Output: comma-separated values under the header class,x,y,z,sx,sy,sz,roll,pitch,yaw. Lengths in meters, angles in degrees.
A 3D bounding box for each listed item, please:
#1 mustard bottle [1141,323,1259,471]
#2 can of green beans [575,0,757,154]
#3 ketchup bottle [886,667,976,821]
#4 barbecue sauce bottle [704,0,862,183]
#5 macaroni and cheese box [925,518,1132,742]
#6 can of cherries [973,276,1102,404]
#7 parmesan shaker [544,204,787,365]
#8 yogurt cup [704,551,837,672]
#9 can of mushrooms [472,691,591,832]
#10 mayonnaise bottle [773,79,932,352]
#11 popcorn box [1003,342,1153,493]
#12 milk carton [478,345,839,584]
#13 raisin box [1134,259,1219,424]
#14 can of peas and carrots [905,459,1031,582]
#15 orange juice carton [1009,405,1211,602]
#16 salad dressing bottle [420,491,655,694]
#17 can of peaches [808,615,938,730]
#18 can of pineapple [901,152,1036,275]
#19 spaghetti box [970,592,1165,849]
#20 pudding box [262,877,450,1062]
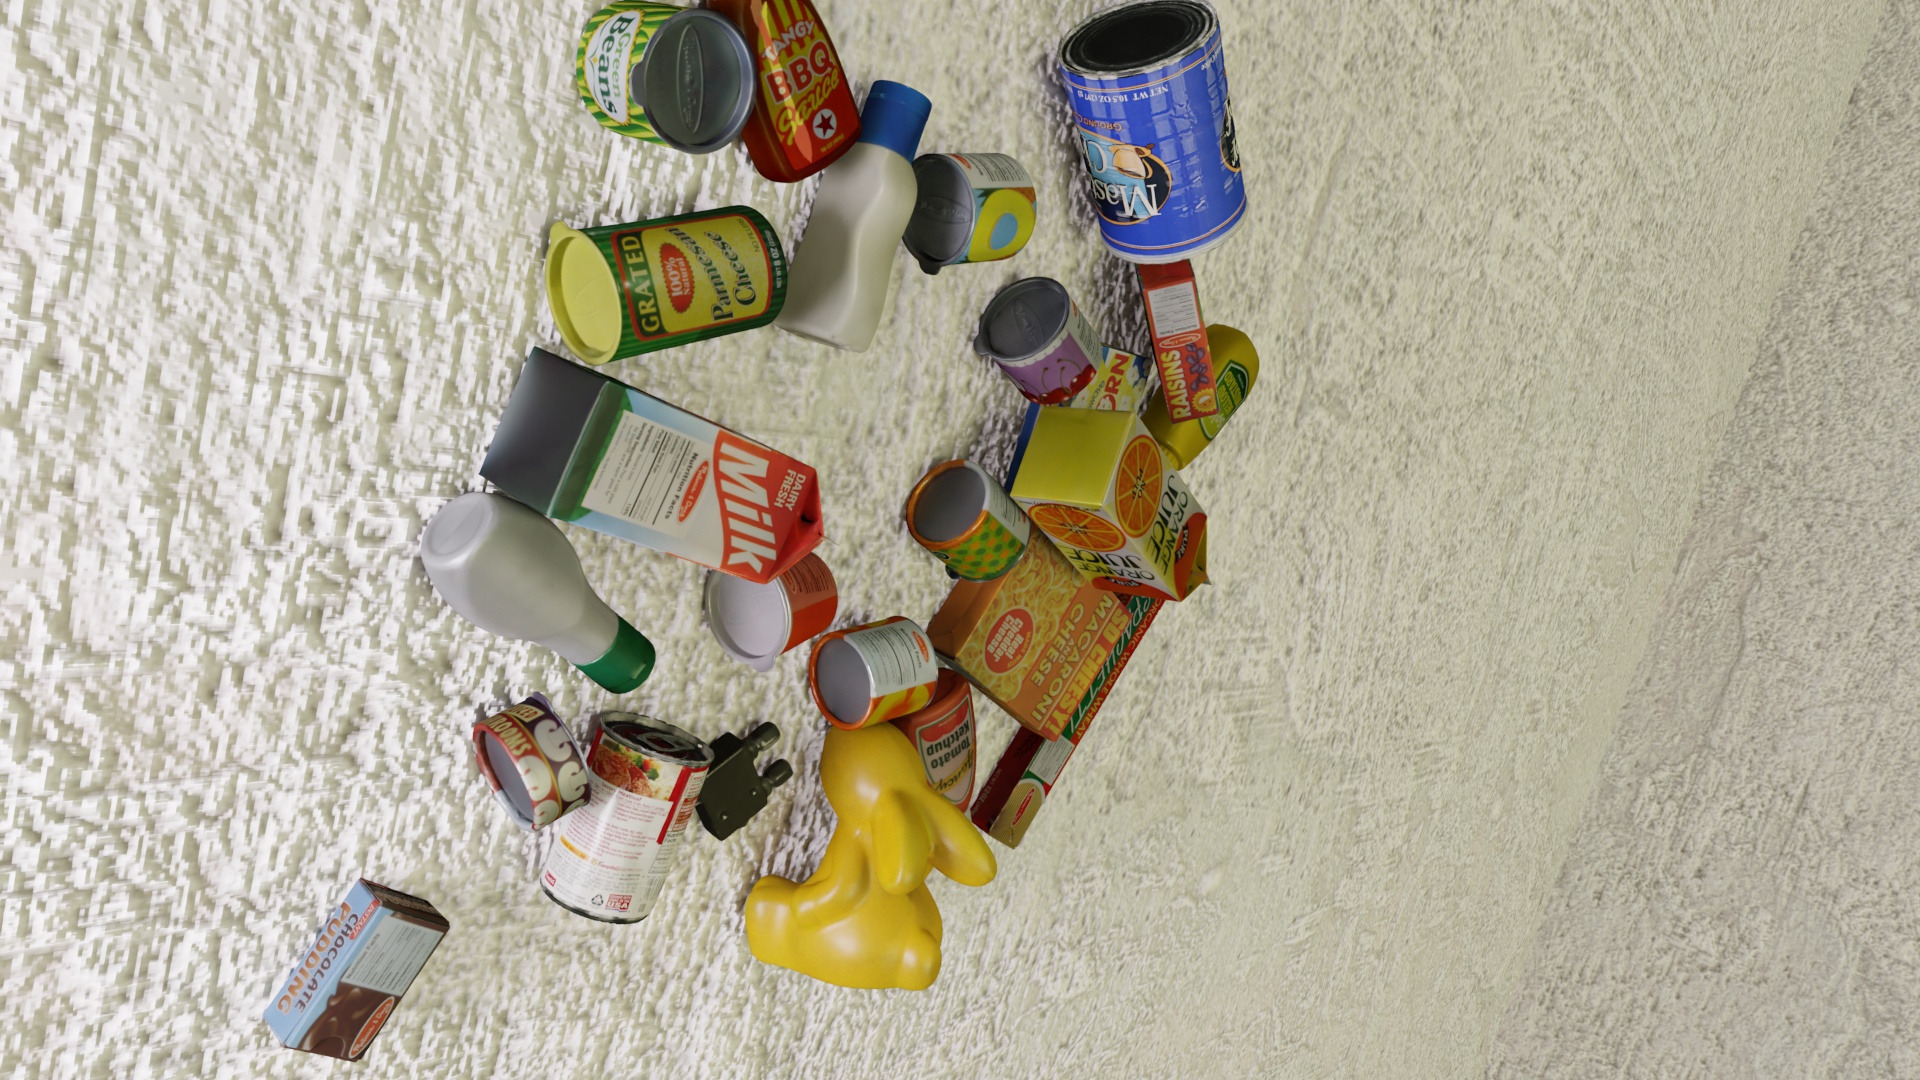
class,x,y,z,sx,sy,sz,roll,pitch,yaw
mustard bottle,0.177,-0.096,1.097,0.160,0.049,0.065,-54,138,-15
can of green beans,-0.141,-0.223,0.667,0.071,0.058,0.071,-25,126,-39
ketchup bottle,-0.016,0.166,1.017,0.065,0.043,0.148,-30,130,-30
barbecue sauce bottle,-0.100,-0.261,0.706,0.065,0.044,0.147,-44,136,-25
macaroni and cheese box,0.054,0.065,1.047,0.124,0.040,0.166,-57,140,-10
can of cherries,0.052,-0.132,0.928,0.071,0.071,0.058,-58,141,-9
parmesan shaker,-0.147,-0.134,0.701,0.103,0.071,0.071,-22,124,-41
yogurt cup,-0.111,0.036,0.830,0.054,0.072,0.072,-16,121,-53
can of mushrooms,-0.228,0.117,0.735,0.033,0.071,0.070,-28,128,-36
mayonnaise bottle,-0.056,-0.183,0.783,0.041,0.065,0.148,19,90,-49
popcorn box,0.085,-0.083,1.009,0.085,0.038,0.126,6,104,-50
milk carton,-0.149,-0.031,0.745,0.190,0.072,0.073,23,91,-50
raisin box,0.156,-0.160,1.014,0.040,0.086,0.122,-13,131,7
can of peas and carrots,0.003,-0.012,0.933,0.071,0.071,0.058,-59,140,-8
orange juice carton,0.115,-0.014,0.976,0.192,0.072,0.073,45,60,-50
salad dressing bottle,-0.215,0.033,0.726,0.064,0.044,0.147,-55,141,-16
can of peaches,-0.059,0.088,0.913,0.058,0.071,0.071,-11,117,-46
can of pineapple,0.003,-0.198,0.837,0.058,0.071,0.070,-16,120,-44
spaghetti box,0.090,0.132,1.130,0.250,0.029,0.050,-58,140,-10
pudding box,-0.313,0.223,0.721,0.084,0.030,0.049,-58,141,-10
